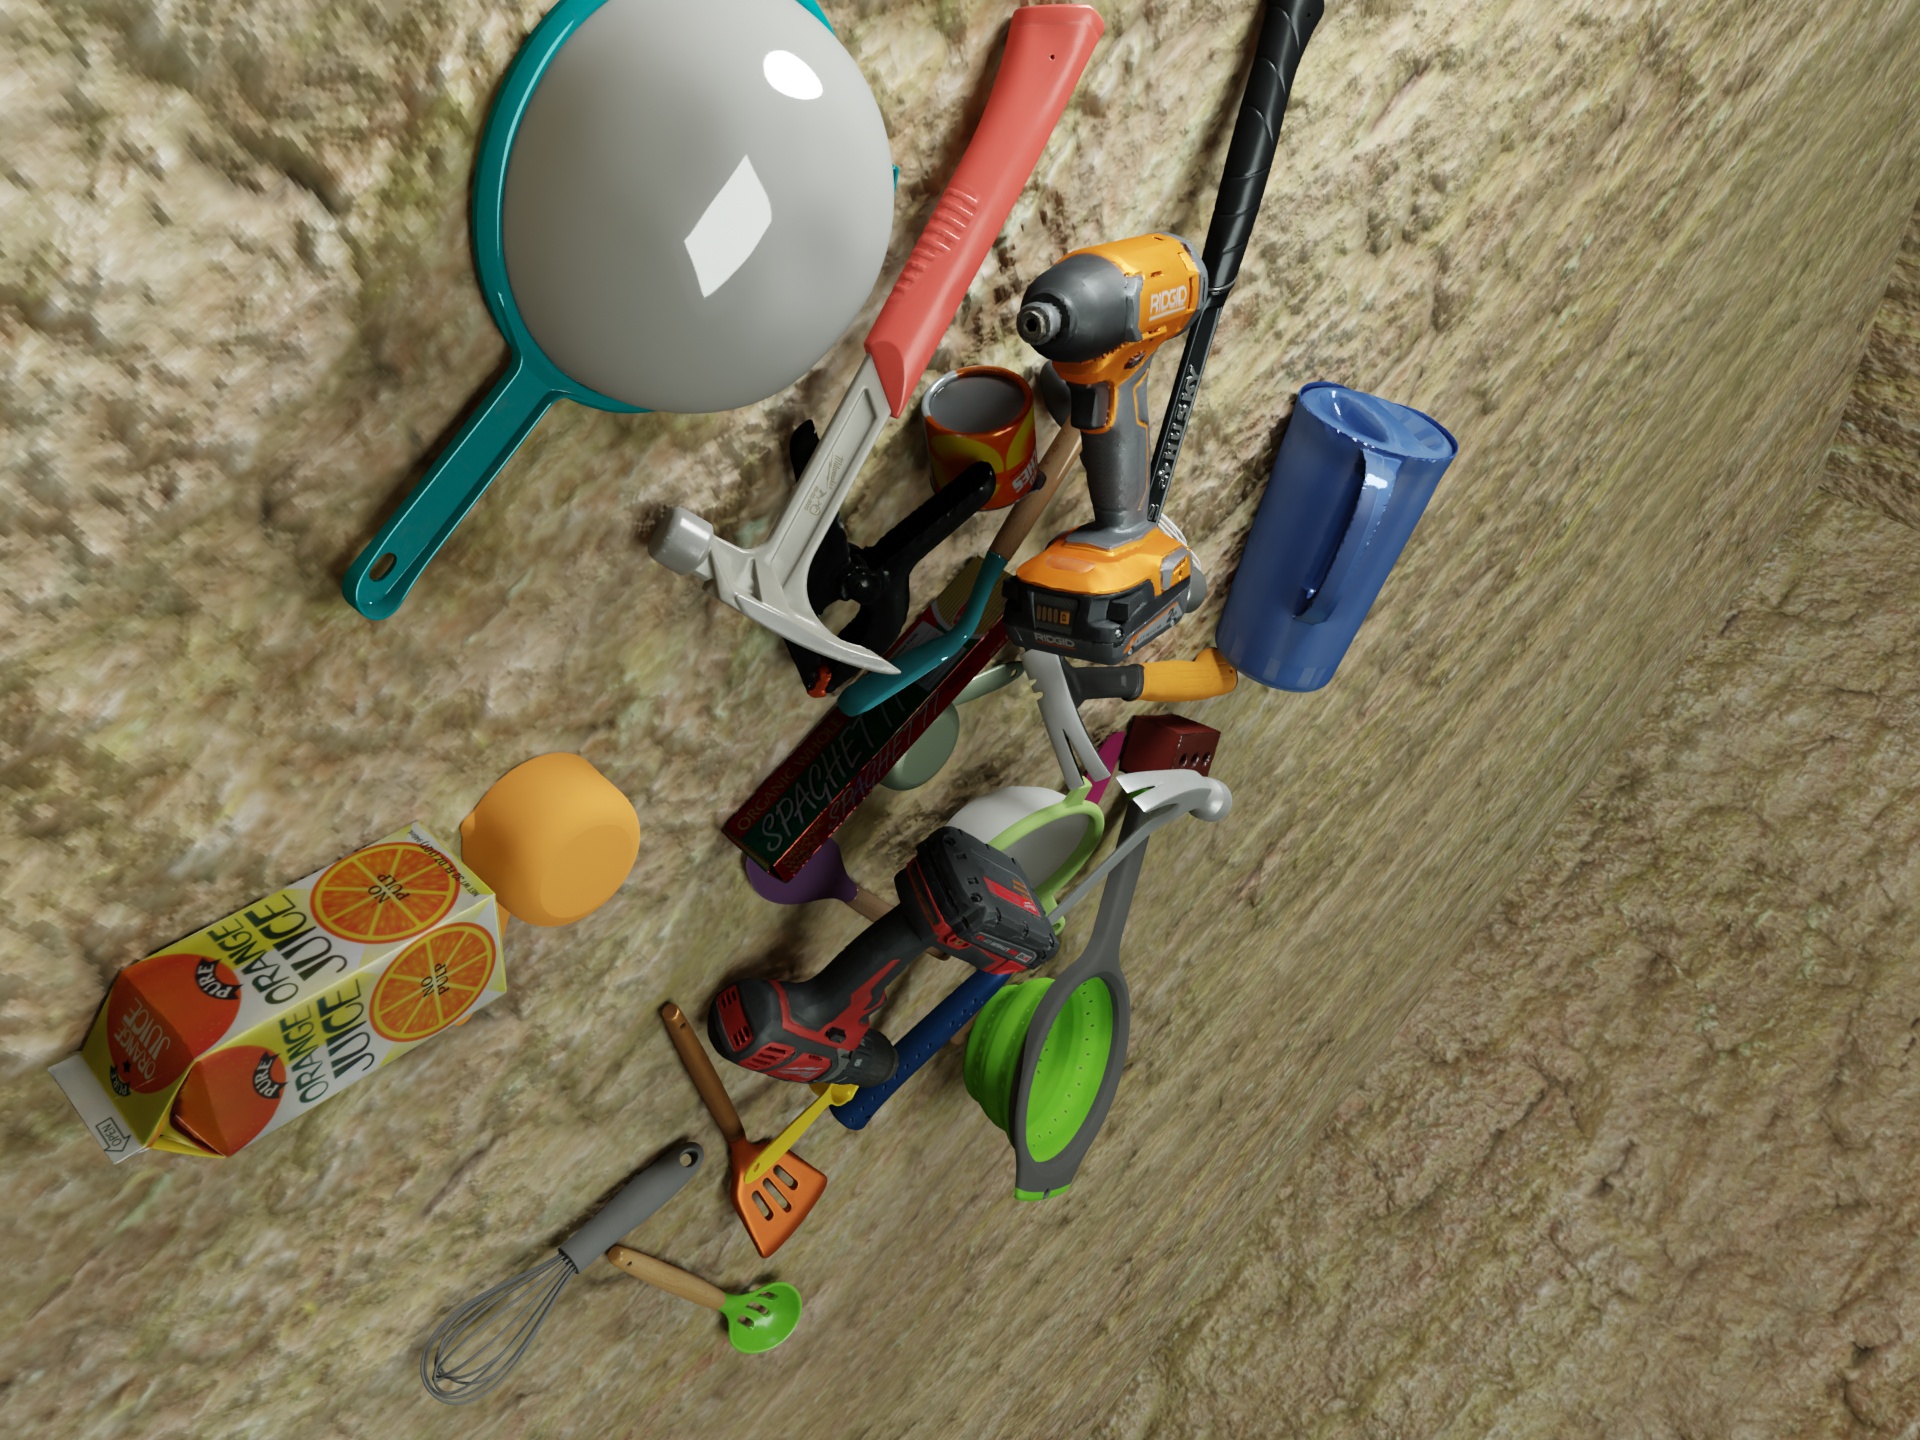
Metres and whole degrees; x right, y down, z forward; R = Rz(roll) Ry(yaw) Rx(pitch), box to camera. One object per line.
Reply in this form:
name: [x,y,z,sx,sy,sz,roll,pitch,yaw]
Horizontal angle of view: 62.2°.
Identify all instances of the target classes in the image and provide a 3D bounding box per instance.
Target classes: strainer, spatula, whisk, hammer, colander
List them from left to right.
whisk: [-0.266,0.372,1.092,0.239,0.055,0.055,-38,146,-35]
strainer: [-0.136,-0.167,0.690,0.340,0.095,0.210,-54,151,-6]
spatula: [-0.164,0.296,1.166,0.081,0.041,0.322,-48,149,-26]
spatula: [-0.072,0.134,1.161,0.060,0.018,0.315,-53,149,-3]
hammer: [-0.016,-0.206,0.835,0.149,0.037,0.359,28,92,-25]
spatula: [0.029,-0.129,0.981,0.317,0.044,0.082,-58,-166,2]
hammer: [0.040,0.182,1.244,0.405,0.035,0.144,-46,153,15]
strainer: [0.042,0.113,1.257,0.151,0.069,0.256,-36,155,-4]
colander: [0.089,0.224,1.436,0.204,0.094,0.397,21,84,-59]
whisk: [0.108,-0.155,1.100,0.070,0.070,0.284,-51,146,-8]
hammer: [0.149,-0.023,1.256,0.034,0.127,0.336,-23,171,30]
hammer: [0.155,-0.264,1.022,0.149,0.036,0.408,-3,113,-46]

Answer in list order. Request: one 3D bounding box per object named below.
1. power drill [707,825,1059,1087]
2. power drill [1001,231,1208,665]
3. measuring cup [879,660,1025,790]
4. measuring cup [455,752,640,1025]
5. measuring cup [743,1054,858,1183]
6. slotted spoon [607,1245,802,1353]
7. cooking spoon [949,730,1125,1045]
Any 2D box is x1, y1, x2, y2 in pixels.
power drill: [-0.044,0.185,1.124,0.226,0.080,0.187,-37,145,15]
power drill: [0.076,-0.152,0.898,0.164,0.084,0.226,-32,129,-52]
measuring cup: [-0.002,-0.004,1.103,0.167,0.038,0.083,-26,139,-38]
measuring cup: [-0.232,0.104,0.862,0.095,0.052,0.173,3,115,-56]
measuring cup: [-0.123,0.292,1.207,0.156,0.029,0.062,-41,142,-44]
slotted spoon: [-0.206,0.462,1.287,0.070,0.031,0.313,-49,148,-12]
cooking spoon: [0.063,0.147,1.370,0.319,0.017,0.068,-64,160,14]
